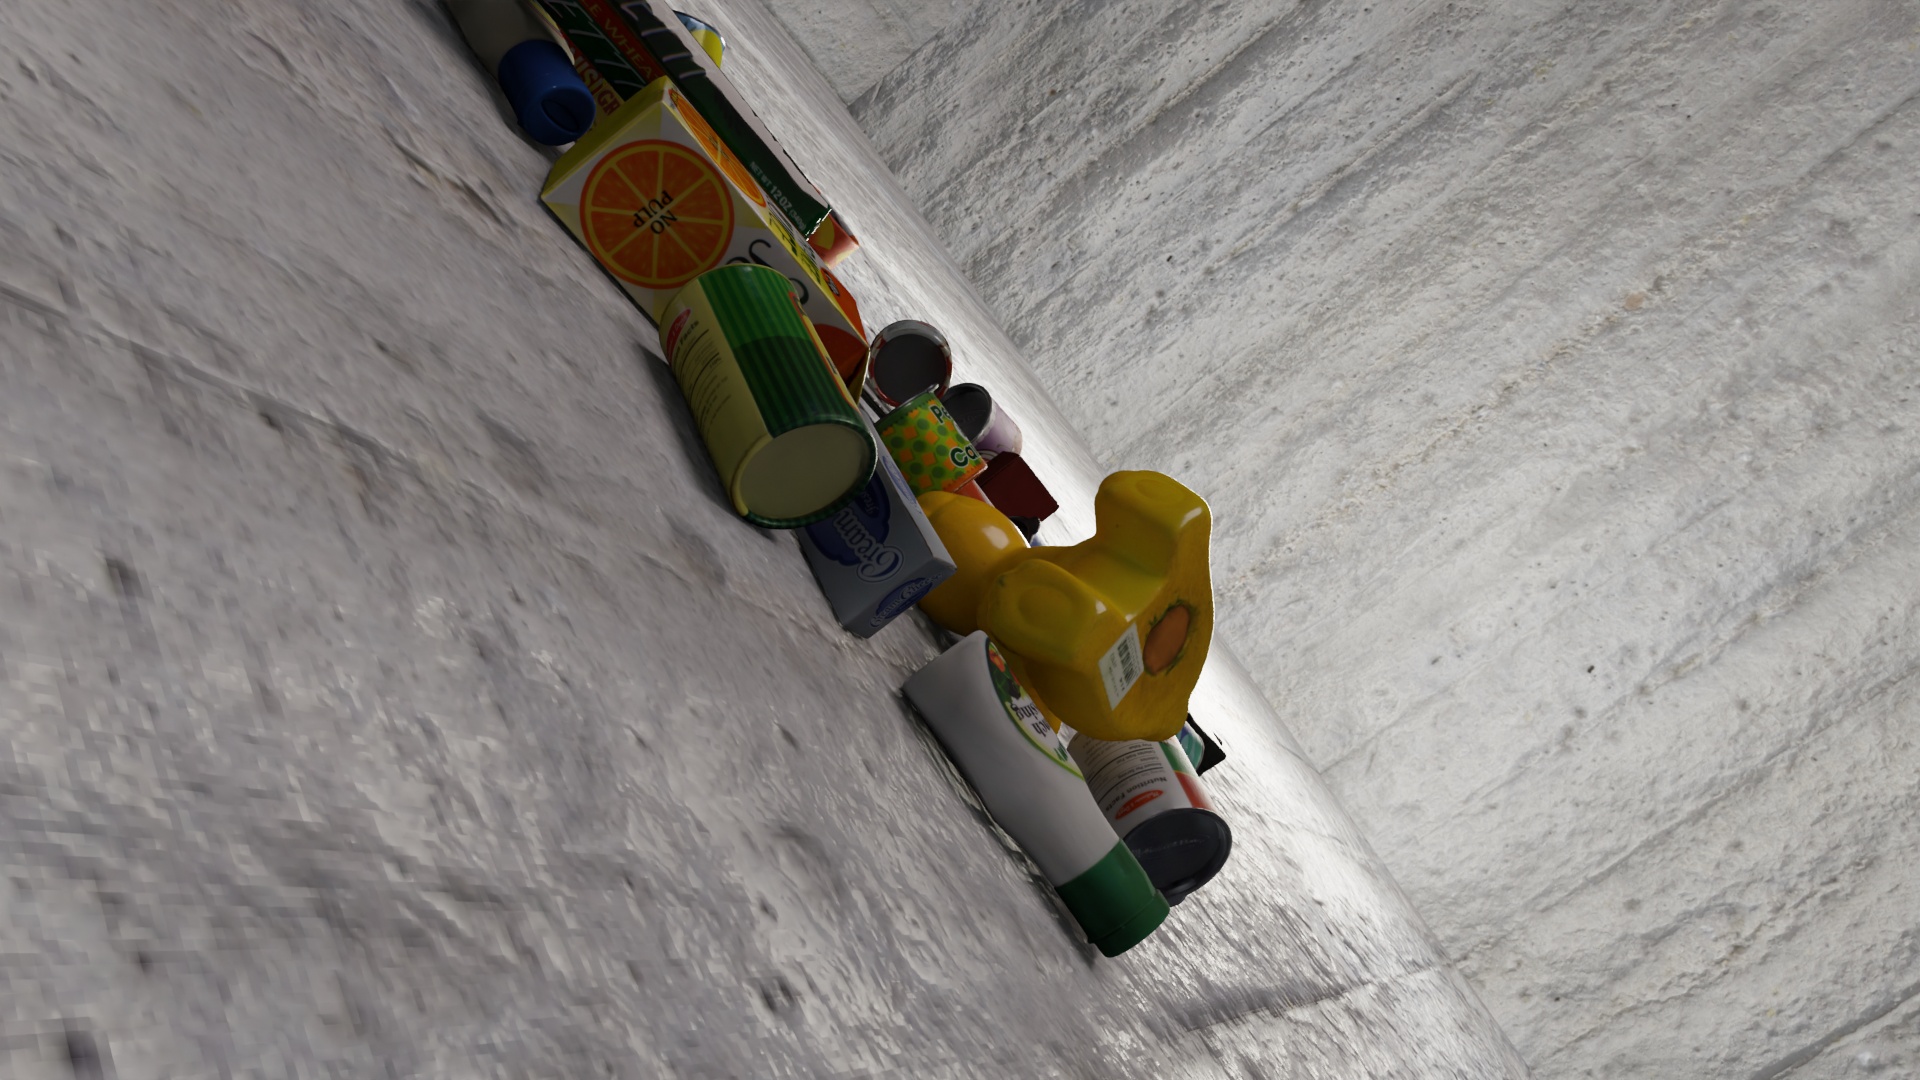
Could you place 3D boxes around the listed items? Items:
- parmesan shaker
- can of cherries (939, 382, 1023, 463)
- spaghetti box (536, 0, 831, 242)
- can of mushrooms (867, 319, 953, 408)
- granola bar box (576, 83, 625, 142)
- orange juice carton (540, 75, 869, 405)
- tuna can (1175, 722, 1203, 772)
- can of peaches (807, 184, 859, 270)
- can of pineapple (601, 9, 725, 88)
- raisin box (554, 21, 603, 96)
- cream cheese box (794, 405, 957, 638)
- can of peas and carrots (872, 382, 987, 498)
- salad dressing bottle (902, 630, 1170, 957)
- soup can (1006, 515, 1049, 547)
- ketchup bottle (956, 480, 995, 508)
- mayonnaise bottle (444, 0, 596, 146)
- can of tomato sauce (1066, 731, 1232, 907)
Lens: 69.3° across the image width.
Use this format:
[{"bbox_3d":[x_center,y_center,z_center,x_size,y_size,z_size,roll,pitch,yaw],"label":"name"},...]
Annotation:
[{"bbox_3d":[-0.084,-0.061,0.602,0.071,0.071,0.103,40,16,-53],"label":"parmesan shaker"},{"bbox_3d":[0.009,-0.083,1.126,0.058,0.071,0.072,44,13,-48],"label":"can of cherries"},{"bbox_3d":[-0.161,-0.246,0.686,0.050,0.029,0.249,-2,-44,51],"label":"spaghetti box"},{"bbox_3d":[-0.039,-0.133,1.074,0.071,0.071,0.033,50,9,-17],"label":"can of mushrooms"},{"bbox_3d":[-0.145,-0.182,0.816,0.124,0.039,0.165,56,10,16],"label":"granola bar box"},{"bbox_3d":[-0.109,-0.125,0.685,0.192,0.073,0.072,49,10,-27],"label":"orange juice carton"},{"bbox_3d":[0.110,0.128,0.840,0.032,0.071,0.071,50,10,-18],"label":"tuna can"},{"bbox_3d":[-0.119,-0.233,1.064,0.071,0.058,0.071,51,9,-11],"label":"can of peaches"},{"bbox_3d":[-0.177,-0.274,0.819,0.071,0.071,0.058,25,72,-71],"label":"can of pineapple"},{"bbox_3d":[-0.246,-0.325,0.850,0.123,0.040,0.086,43,13,-48],"label":"raisin box"},{"bbox_3d":[-0.048,-0.012,0.627,0.024,0.053,0.104,35,20,-56],"label":"cream cheese box"},{"bbox_3d":[-0.025,-0.048,0.816,0.058,0.071,0.071,54,9,0],"label":"can of peas and carrots"},{"bbox_3d":[0.034,0.111,0.608,0.148,0.044,0.064,54,6,6],"label":"salad dressing bottle"},{"bbox_3d":[0.041,0.036,0.827,0.083,0.071,0.071,49,10,-26],"label":"soup can"},{"bbox_3d":[0.003,-0.011,0.897,0.148,0.043,0.065,52,-1,-4],"label":"ketchup bottle"},{"bbox_3d":[-0.227,-0.259,0.698,0.148,0.041,0.064,57,9,26],"label":"mayonnaise bottle"},{"bbox_3d":[0.098,0.141,0.740,0.071,0.071,0.083,47,11,-34],"label":"can of tomato sauce"}]
